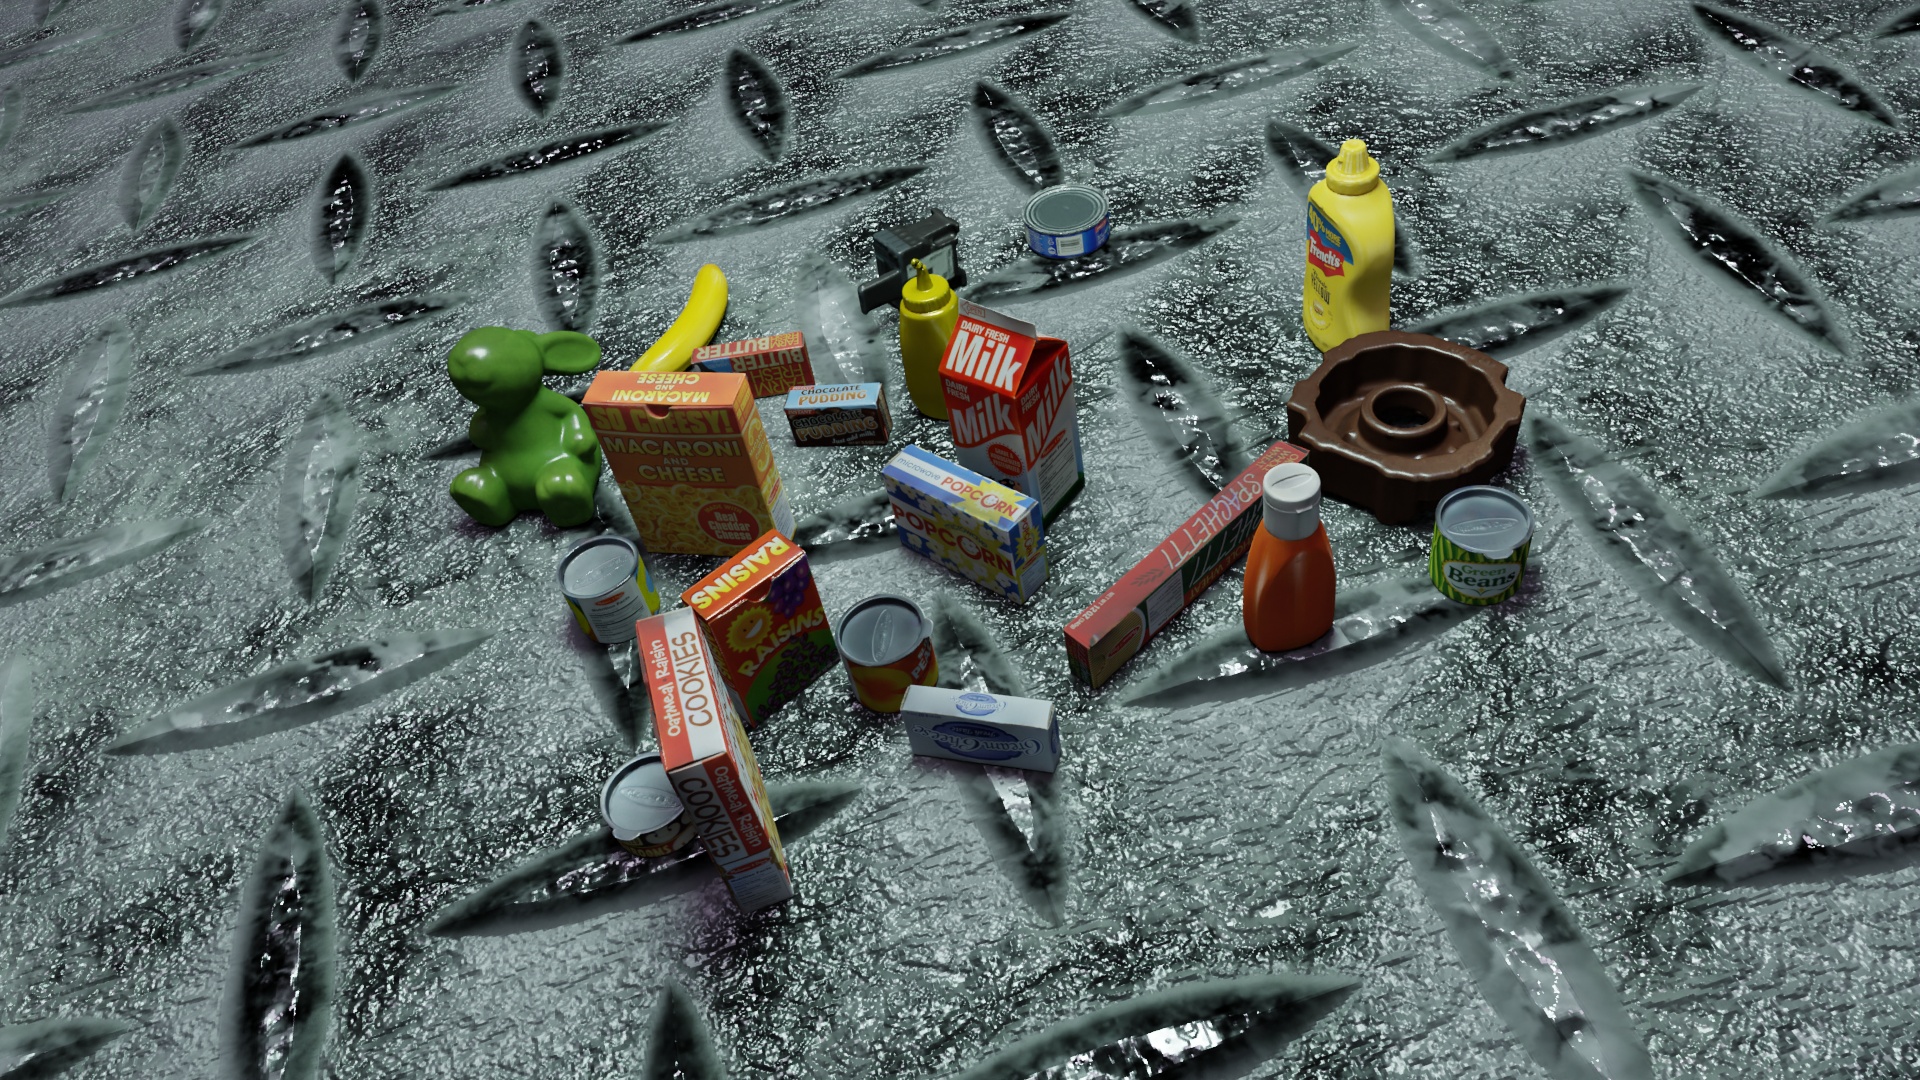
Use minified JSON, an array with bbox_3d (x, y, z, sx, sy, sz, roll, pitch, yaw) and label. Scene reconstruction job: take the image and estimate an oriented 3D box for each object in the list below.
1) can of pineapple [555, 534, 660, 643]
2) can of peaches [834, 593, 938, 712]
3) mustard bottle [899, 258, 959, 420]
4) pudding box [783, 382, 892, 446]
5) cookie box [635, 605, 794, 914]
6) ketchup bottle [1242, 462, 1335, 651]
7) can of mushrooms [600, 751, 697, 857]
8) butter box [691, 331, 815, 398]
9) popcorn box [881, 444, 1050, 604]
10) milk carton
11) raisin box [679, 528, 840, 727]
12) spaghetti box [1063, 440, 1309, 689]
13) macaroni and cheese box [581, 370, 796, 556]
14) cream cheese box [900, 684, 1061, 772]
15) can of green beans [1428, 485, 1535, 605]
[{"bbox_3d":[-0.276,0.037,1.088,0.071,0.057,0.071,-6,46,6],"label":"can of pineapple"},{"bbox_3d":[-0.050,0.082,1.000,0.071,0.057,0.071,-6,46,6],"label":"can of peaches"},{"bbox_3d":[-0.020,-0.173,1.167,0.065,0.159,0.049,9,49,19],"label":"mustard bottle"},{"bbox_3d":[-0.105,-0.109,1.200,0.084,0.049,0.030,-1,47,11],"label":"pudding box"},{"bbox_3d":[-0.157,0.142,0.888,0.040,0.166,0.123,-19,46,-7],"label":"cookie box"},{"bbox_3d":[0.225,0.012,0.948,0.065,0.148,0.044,-18,46,-6],"label":"ketchup bottle"},{"bbox_3d":[-0.211,0.183,0.952,0.071,0.033,0.071,-6,46,6],"label":"can of mushrooms"},{"bbox_3d":[-0.187,-0.156,1.259,0.103,0.052,0.024,-9,46,3],"label":"butter box"},{"bbox_3d":[0.004,-0.013,1.062,0.127,0.084,0.038,26,57,31],"label":"popcorn box"},{"bbox_3d":[0.040,-0.100,1.064,0.072,0.189,0.074,23,55,30],"label":"milk carton"},{"bbox_3d":[-0.140,0.064,0.990,0.086,0.122,0.040,-37,51,-22],"label":"raisin box"},{"bbox_3d":[0.172,0.014,1.027,0.251,0.050,0.029,-39,51,-24],"label":"spaghetti box"},{"bbox_3d":[-0.209,-0.057,1.089,0.124,0.165,0.040,2,47,14],"label":"macaroni and cheese box"},{"bbox_3d":[0.015,0.128,0.946,0.104,0.053,0.024,5,48,16],"label":"cream cheese box"},{"bbox_3d":[0.370,0.004,0.991,0.071,0.057,0.071,-6,46,6],"label":"can of green beans"}]
